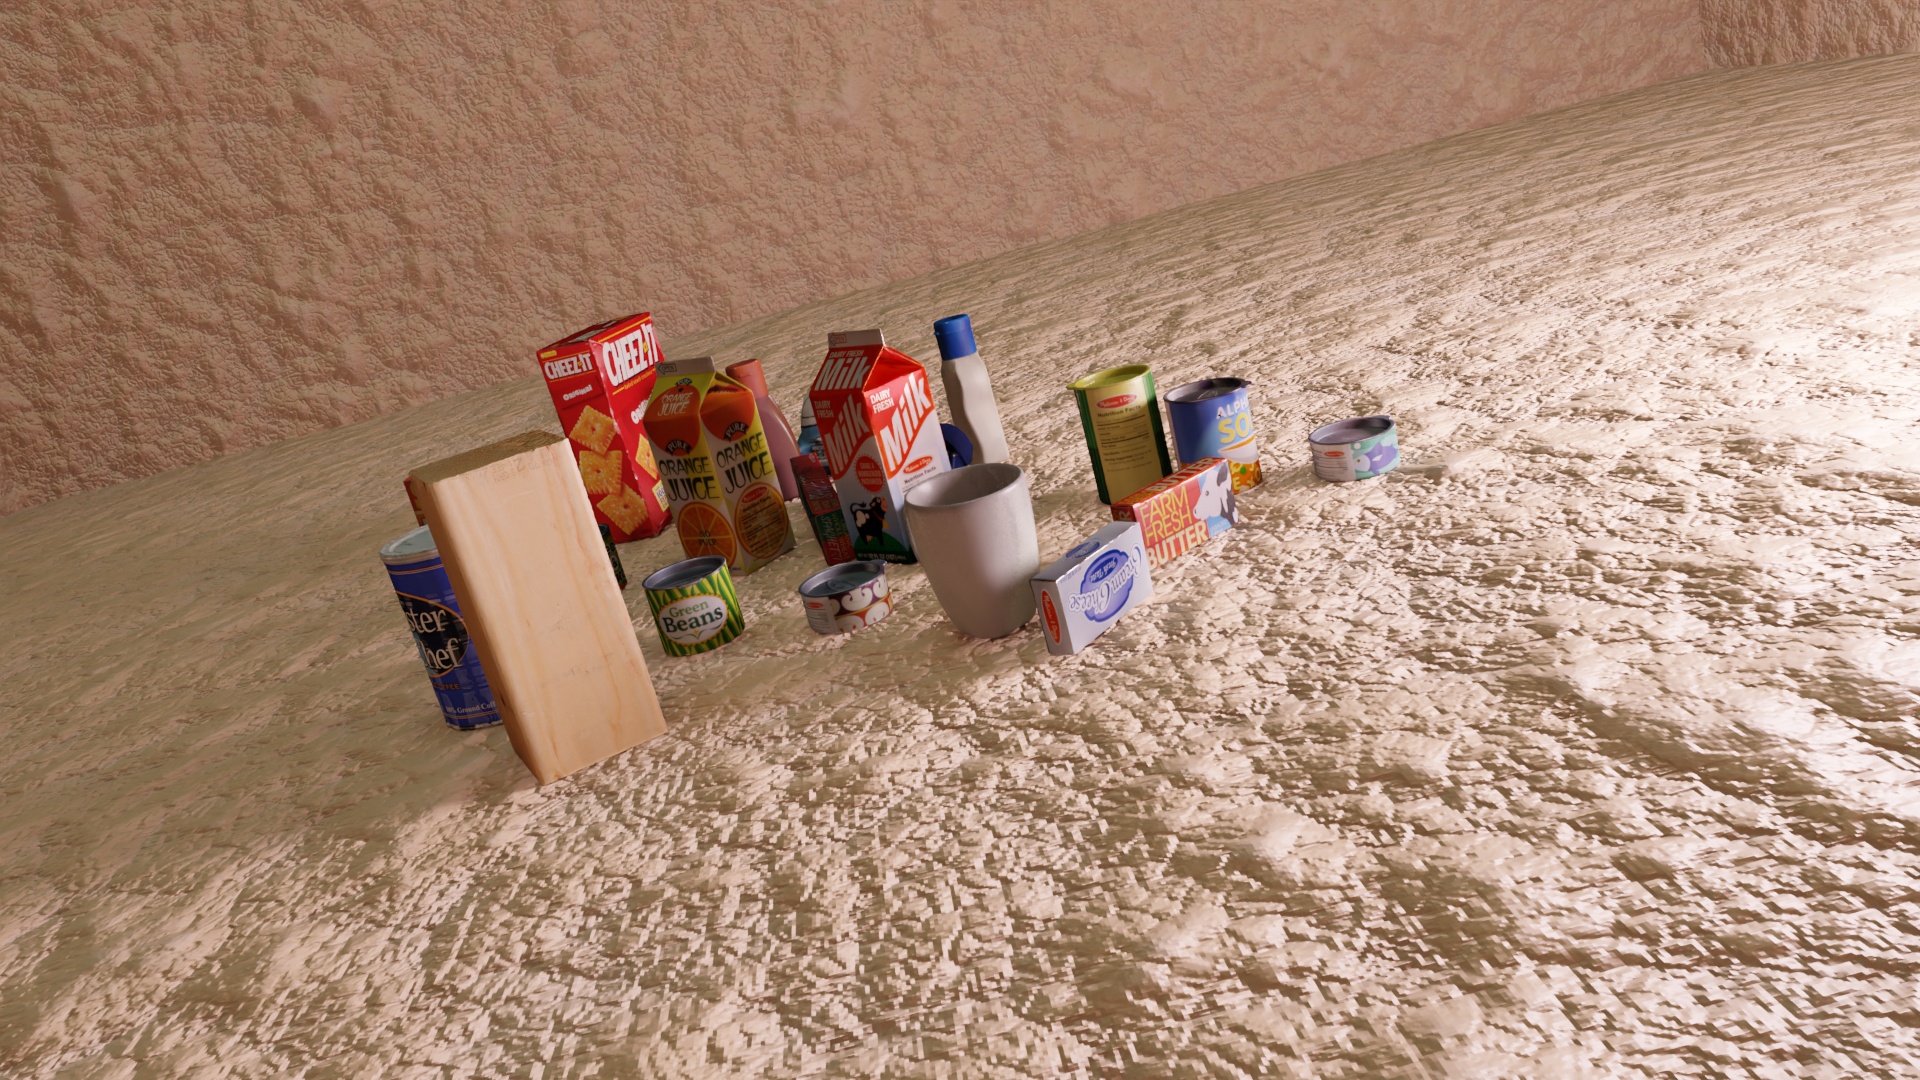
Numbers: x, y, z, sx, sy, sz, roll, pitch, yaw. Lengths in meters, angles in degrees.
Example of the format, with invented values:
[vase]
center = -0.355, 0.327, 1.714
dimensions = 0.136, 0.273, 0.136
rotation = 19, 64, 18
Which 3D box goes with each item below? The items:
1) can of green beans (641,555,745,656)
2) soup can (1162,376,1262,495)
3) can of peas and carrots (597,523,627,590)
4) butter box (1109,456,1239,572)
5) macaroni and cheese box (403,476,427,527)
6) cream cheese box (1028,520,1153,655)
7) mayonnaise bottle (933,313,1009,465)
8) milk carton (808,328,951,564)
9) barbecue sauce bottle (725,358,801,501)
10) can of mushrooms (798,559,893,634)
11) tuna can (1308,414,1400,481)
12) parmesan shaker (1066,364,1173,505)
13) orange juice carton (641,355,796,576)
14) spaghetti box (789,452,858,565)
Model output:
[can of green beans]
center = -0.205, 0.050, 1.073
dimensions = 0.071, 0.057, 0.071
rotation = -13, 17, 4
[soup can]
center = 0.206, -0.083, 1.115
dimensions = 0.071, 0.083, 0.071
rotation = -13, 17, 4
[can of peas and carrots]
center = -0.344, 0.022, 1.274
dimensions = 0.071, 0.058, 0.071
rotation = -13, 17, 4
[butter box]
center = 0.157, -0.019, 1.006
dimensions = 0.104, 0.053, 0.024
rotation = -25, 20, -32
[macaroni and cheese box]
center = -0.370, 0.013, 1.141
dimensions = 0.123, 0.166, 0.040
rotation = -9, 17, 18
[cream cheese box]
center = 0.087, 0.030, 0.905
dimensions = 0.024, 0.053, 0.104
rotation = -1, 22, 39
[mayonnaise bottle]
center = 0.009, -0.149, 1.379
dimensions = 0.041, 0.147, 0.065
rotation = -20, 17, -18
[milk carton]
center = -0.064, -0.082, 1.151
dimensions = 0.072, 0.190, 0.074
rotation = 3, 24, 46
[barbecue sauce bottle]
center = -0.205, -0.112, 1.436
dimensions = 0.065, 0.148, 0.044
rotation = -16, 16, -5
[can of mushrooms]
center = -0.083, 0.042, 1.042
dimensions = 0.071, 0.033, 0.071
rotation = -13, 17, 4
[tuna can]
center = 0.309, -0.072, 1.084
dimensions = 0.071, 0.032, 0.071
rotation = -13, 17, 4
[parmesan shaker]
center = 0.134, -0.087, 1.156
dimensions = 0.071, 0.102, 0.071
rotation = -13, 17, 4
[orange juice carton]
center = -0.218, -0.069, 1.233
dimensions = 0.072, 0.192, 0.073
rotation = -2, 20, 36
[spaghetti box]
center = -0.130, -0.033, 1.291
dimensions = 0.029, 0.050, 0.250
rotation = -17, 17, -7
